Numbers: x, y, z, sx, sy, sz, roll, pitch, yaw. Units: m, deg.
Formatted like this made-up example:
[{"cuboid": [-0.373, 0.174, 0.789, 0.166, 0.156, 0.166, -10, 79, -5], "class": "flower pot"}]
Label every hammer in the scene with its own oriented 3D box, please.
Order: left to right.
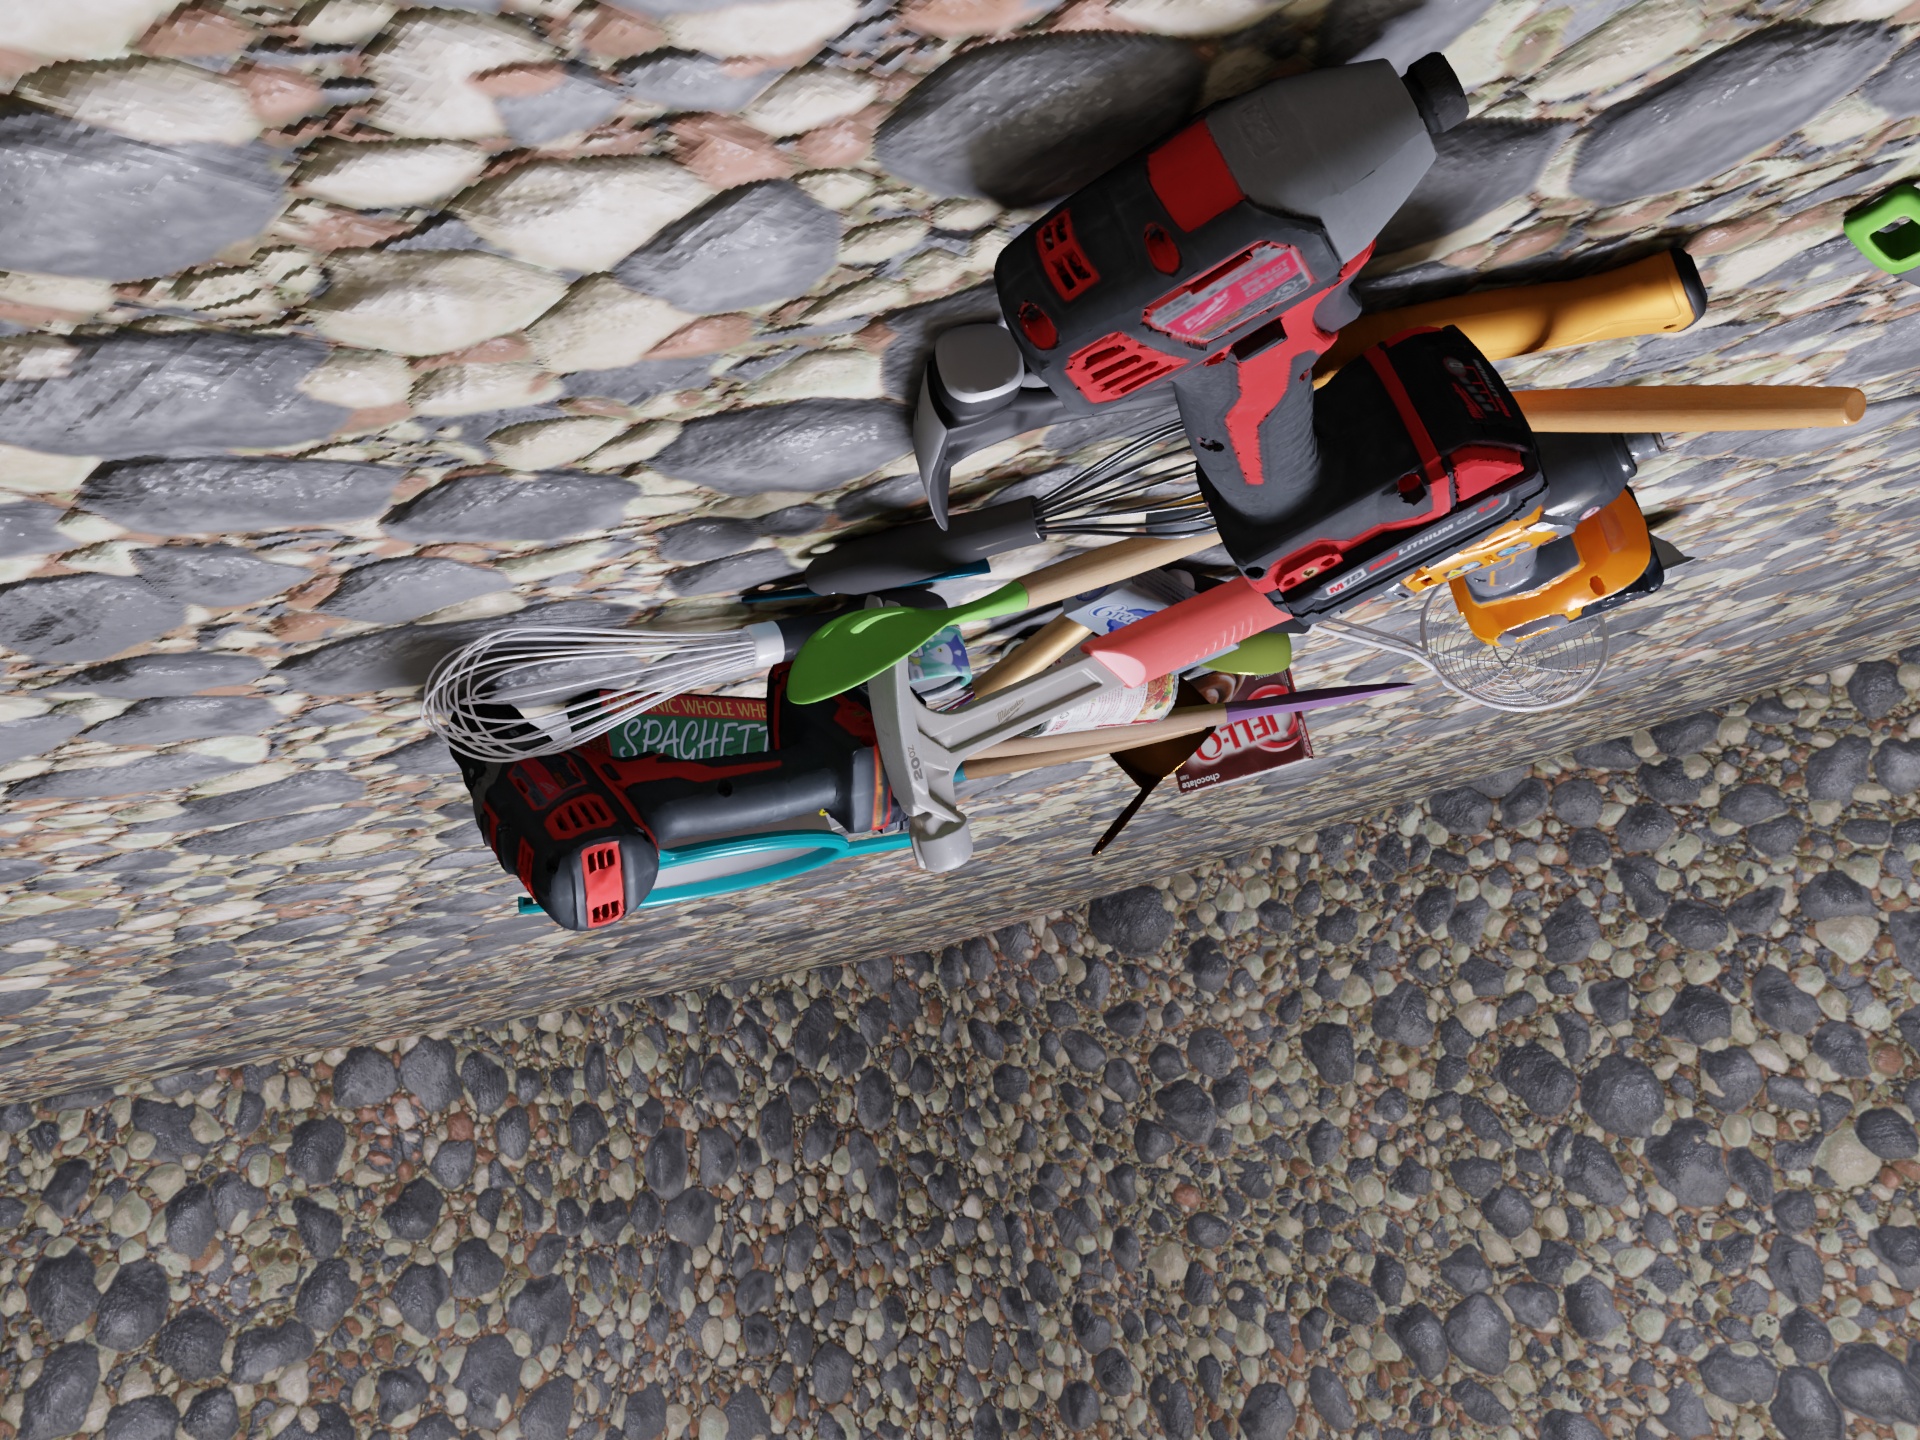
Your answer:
[{"cuboid": [0.108, -0.051, 0.884, 0.359, 0.149, 0.037, -24, -154, -29], "class": "hammer"}, {"cuboid": [0.145, -0.144, 0.650, 0.337, 0.034, 0.127, -12, 168, -10], "class": "hammer"}]

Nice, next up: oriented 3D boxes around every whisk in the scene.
[{"cuboid": [-0.132, -0.032, 0.815, 0.284, 0.070, 0.070, -13, 169, -27], "class": "whisk"}, {"cuboid": [-0.002, -0.003, 1.013, 0.245, 0.051, 0.047, -38, 142, 25], "class": "whisk"}, {"cuboid": [0.035, -0.095, 0.742, 0.239, 0.055, 0.055, -13, 169, 18], "class": "whisk"}]

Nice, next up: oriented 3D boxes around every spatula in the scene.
[{"cuboid": [0.026, 0.022, 1.190, 0.317, 0.044, 0.082, -12, 169, 19], "class": "spatula"}, {"cuboid": [0.159, -0.002, 1.111, 0.316, 0.018, 0.060, -9, -179, -2], "class": "spatula"}, {"cuboid": [0.234, -0.123, 0.679, 0.081, 0.041, 0.323, -9, -167, -23], "class": "spatula"}]

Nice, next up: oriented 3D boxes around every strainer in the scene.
[{"cuboid": [-0.140, 0.063, 1.148, 0.340, 0.095, 0.211, -5, 167, -39], "class": "strainer"}, {"cuboid": [0.518, -0.118, 1.210, 0.087, 0.050, 0.258, -14, 176, 30], "class": "strainer"}]

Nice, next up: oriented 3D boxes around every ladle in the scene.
[{"cuboid": [0.134, -0.013, 1.171, 0.078, 0.062, 0.320, -5, 164, -26], "class": "ladle"}]

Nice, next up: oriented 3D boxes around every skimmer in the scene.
[{"cuboid": [0.286, -0.076, 1.049, 0.363, 0.127, 0.090, 9, 139, -36], "class": "skimmer"}]

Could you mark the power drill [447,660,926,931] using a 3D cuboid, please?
[{"cuboid": [-0.150, 0.019, 0.849, 0.226, 0.080, 0.188, -17, -146, -29], "class": "power drill"}]

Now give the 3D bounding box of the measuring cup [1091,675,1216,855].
[{"cuboid": [0.132, 0.031, 1.235, 0.174, 0.052, 0.095, -49, -170, -34], "class": "measuring cup"}]

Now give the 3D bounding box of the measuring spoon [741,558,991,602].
[{"cuboid": [-0.049, -0.076, 0.803, 0.128, 0.021, 0.042, -6, -176, 7], "class": "measuring spoon"}]

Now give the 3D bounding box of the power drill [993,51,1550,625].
[{"cuboid": [0.119, -0.124, 0.534, 0.143, 0.079, 0.219, -29, 150, 19], "class": "power drill"}]

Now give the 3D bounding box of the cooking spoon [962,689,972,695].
[{"cuboid": [0.074, -0.004, 1.273, 0.069, 0.017, 0.318, -20, 167, 23], "class": "cooking spoon"}]

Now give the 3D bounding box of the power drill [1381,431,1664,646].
[{"cuboid": [0.340, -0.113, 0.930, 0.164, 0.084, 0.226, -23, 162, 29], "class": "power drill"}]

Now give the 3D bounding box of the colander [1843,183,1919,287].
[{"cuboid": [0.557, -0.208, 0.757, 0.396, 0.095, 0.204, 12, 158, -25], "class": "colander"}]

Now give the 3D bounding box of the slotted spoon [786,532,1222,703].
[{"cuboid": [0.046, -0.068, 0.781, 0.313, 0.031, 0.070, -21, -167, -35], "class": "slotted spoon"}]
